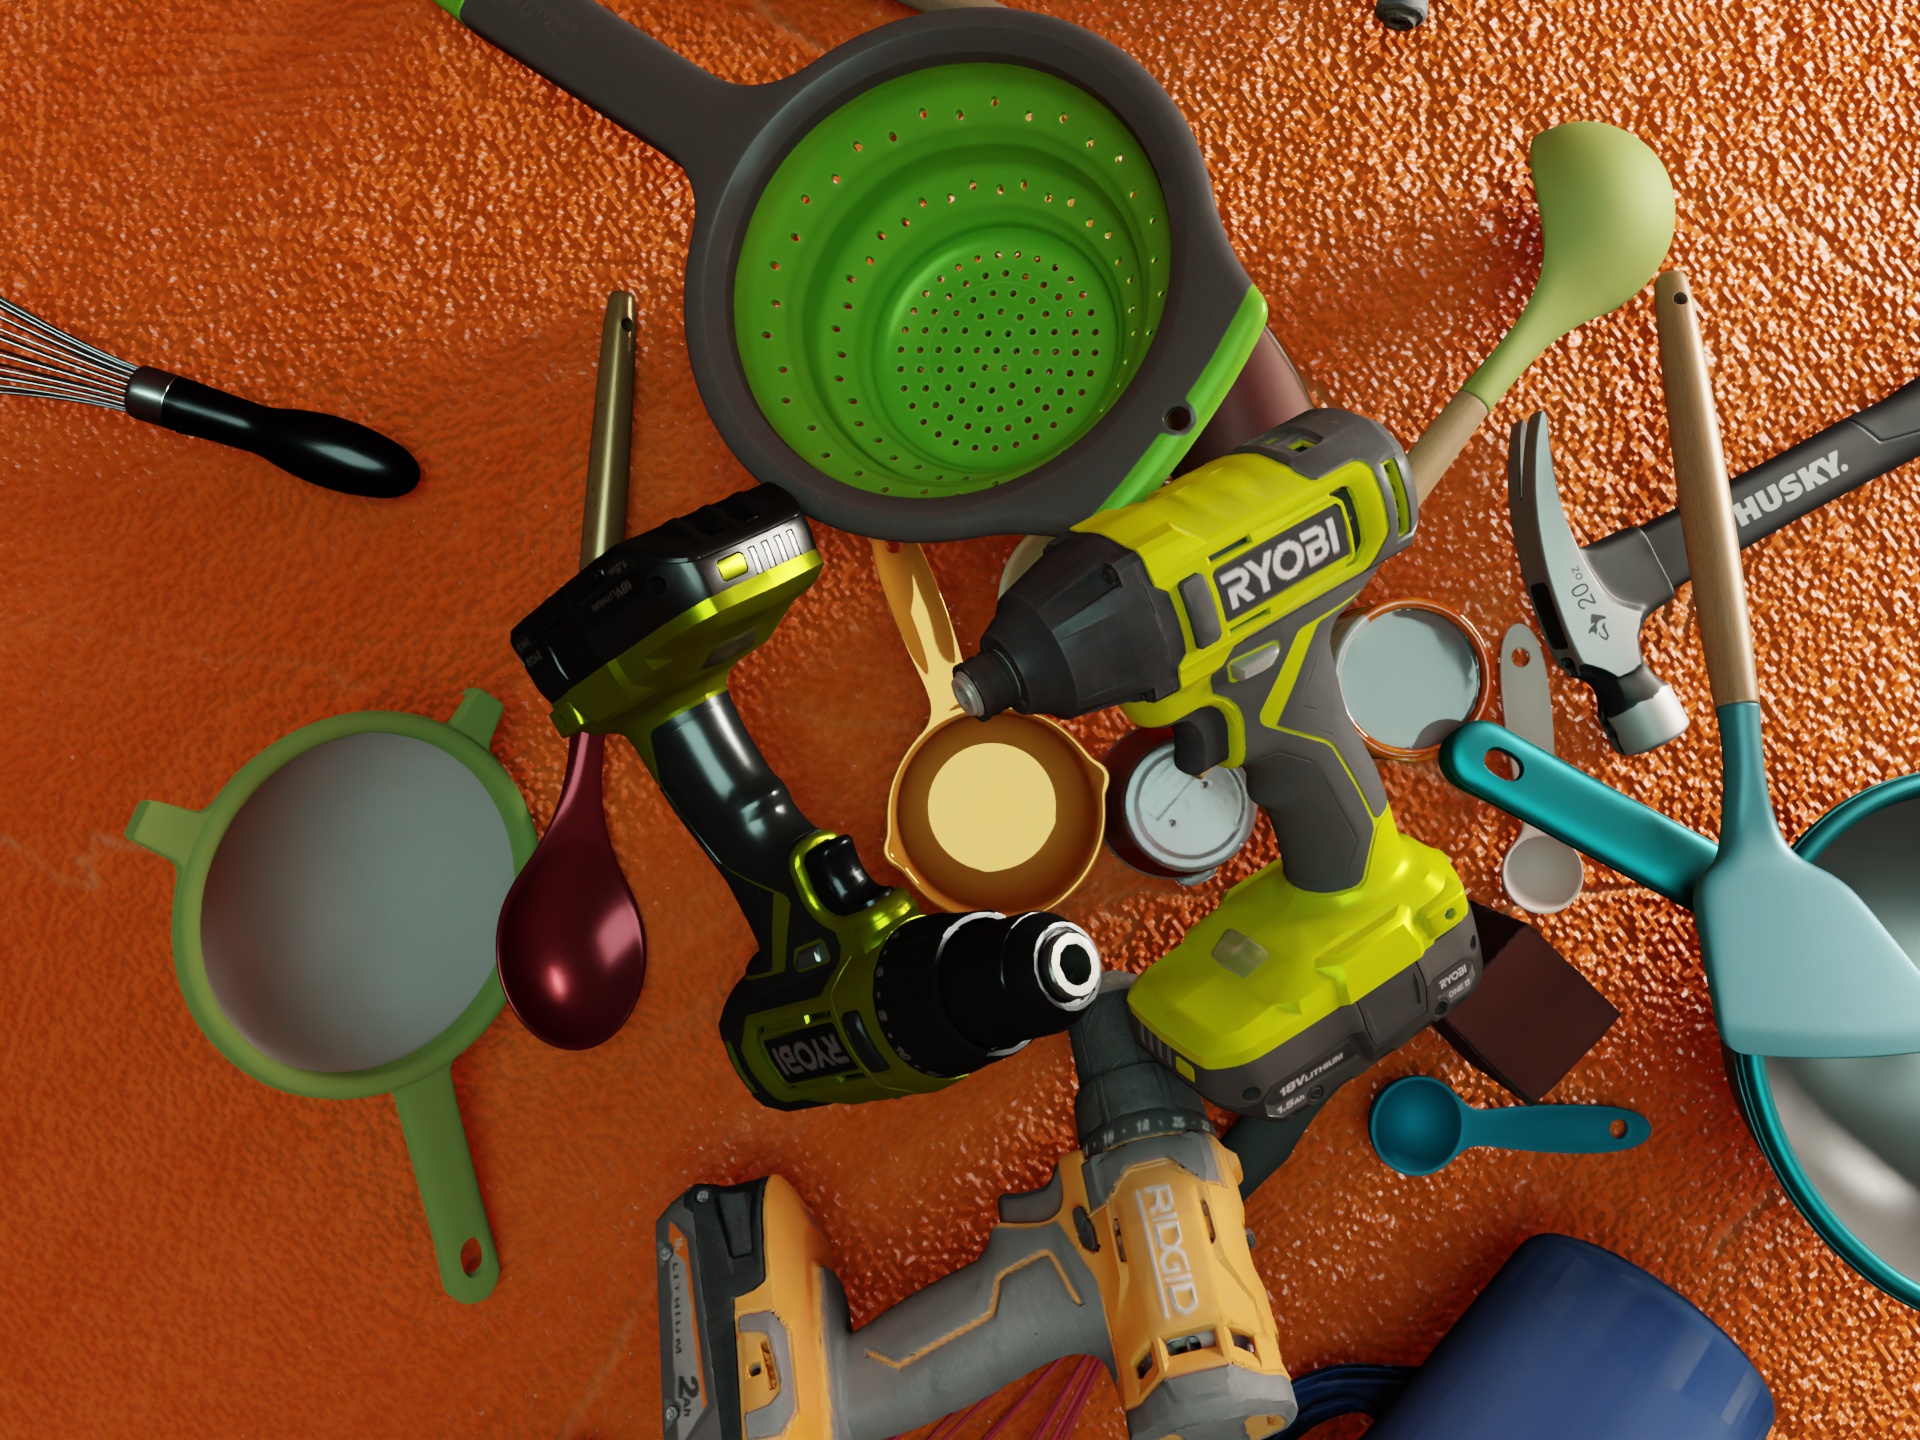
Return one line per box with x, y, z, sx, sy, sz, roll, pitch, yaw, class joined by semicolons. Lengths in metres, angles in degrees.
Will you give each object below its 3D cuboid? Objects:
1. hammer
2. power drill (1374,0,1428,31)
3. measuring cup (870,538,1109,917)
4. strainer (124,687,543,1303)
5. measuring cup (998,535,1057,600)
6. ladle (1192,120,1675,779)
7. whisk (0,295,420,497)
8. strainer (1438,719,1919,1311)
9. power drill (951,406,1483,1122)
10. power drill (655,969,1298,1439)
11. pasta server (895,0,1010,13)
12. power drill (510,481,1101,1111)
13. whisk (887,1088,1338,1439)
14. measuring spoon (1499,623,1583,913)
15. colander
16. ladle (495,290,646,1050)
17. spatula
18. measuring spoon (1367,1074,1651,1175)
0.390;-0.127;0.671;0.335;0.035;0.146;-28;91;-1;hammer
0.120;-0.383;0.645;0.226;0.084;0.164;13;90;-5;power drill
-0.001;-0.002;0.657;0.095;0.052;0.173;-21;88;-1;measuring cup
-0.240;0.119;0.648;0.069;0.151;0.256;7;113;40;strainer
0.095;-0.066;0.638;0.167;0.038;0.083;-25;89;21;measuring cup
0.182;-0.109;0.641;0.078;0.062;0.320;41;85;-31;ladle
-0.362;-0.143;0.653;0.284;0.070;0.070;18;90;-6;whisk
0.334;0.098;0.641;0.340;0.095;0.211;29;78;3;strainer
0.098;0.023;0.568;0.171;0.080;0.223;-29;116;-17;power drill
0.000;0.203;0.623;0.226;0.084;0.186;-15;53;5;power drill
-0.107;-0.345;0.669;0.316;0.040;0.060;22;90;-5;pasta server
-0.057;0.035;0.588;0.080;0.190;0.228;-31;94;-41;power drill
0.055;0.247;0.656;0.073;0.073;0.296;45;85;-1;whisk
0.243;0.020;0.681;0.034;0.018;0.124;-3;83;-1;measuring spoon
-0.060;-0.206;0.647;0.397;0.094;0.204;36;93;17;colander
-0.154;-0.024;0.663;0.069;0.031;0.315;7;85;-44;ladle
0.296;-0.033;0.599;0.082;0.044;0.318;-2;74;1;spatula
0.232;0.172;0.680;0.128;0.021;0.042;4;89;-10;measuring spoon
